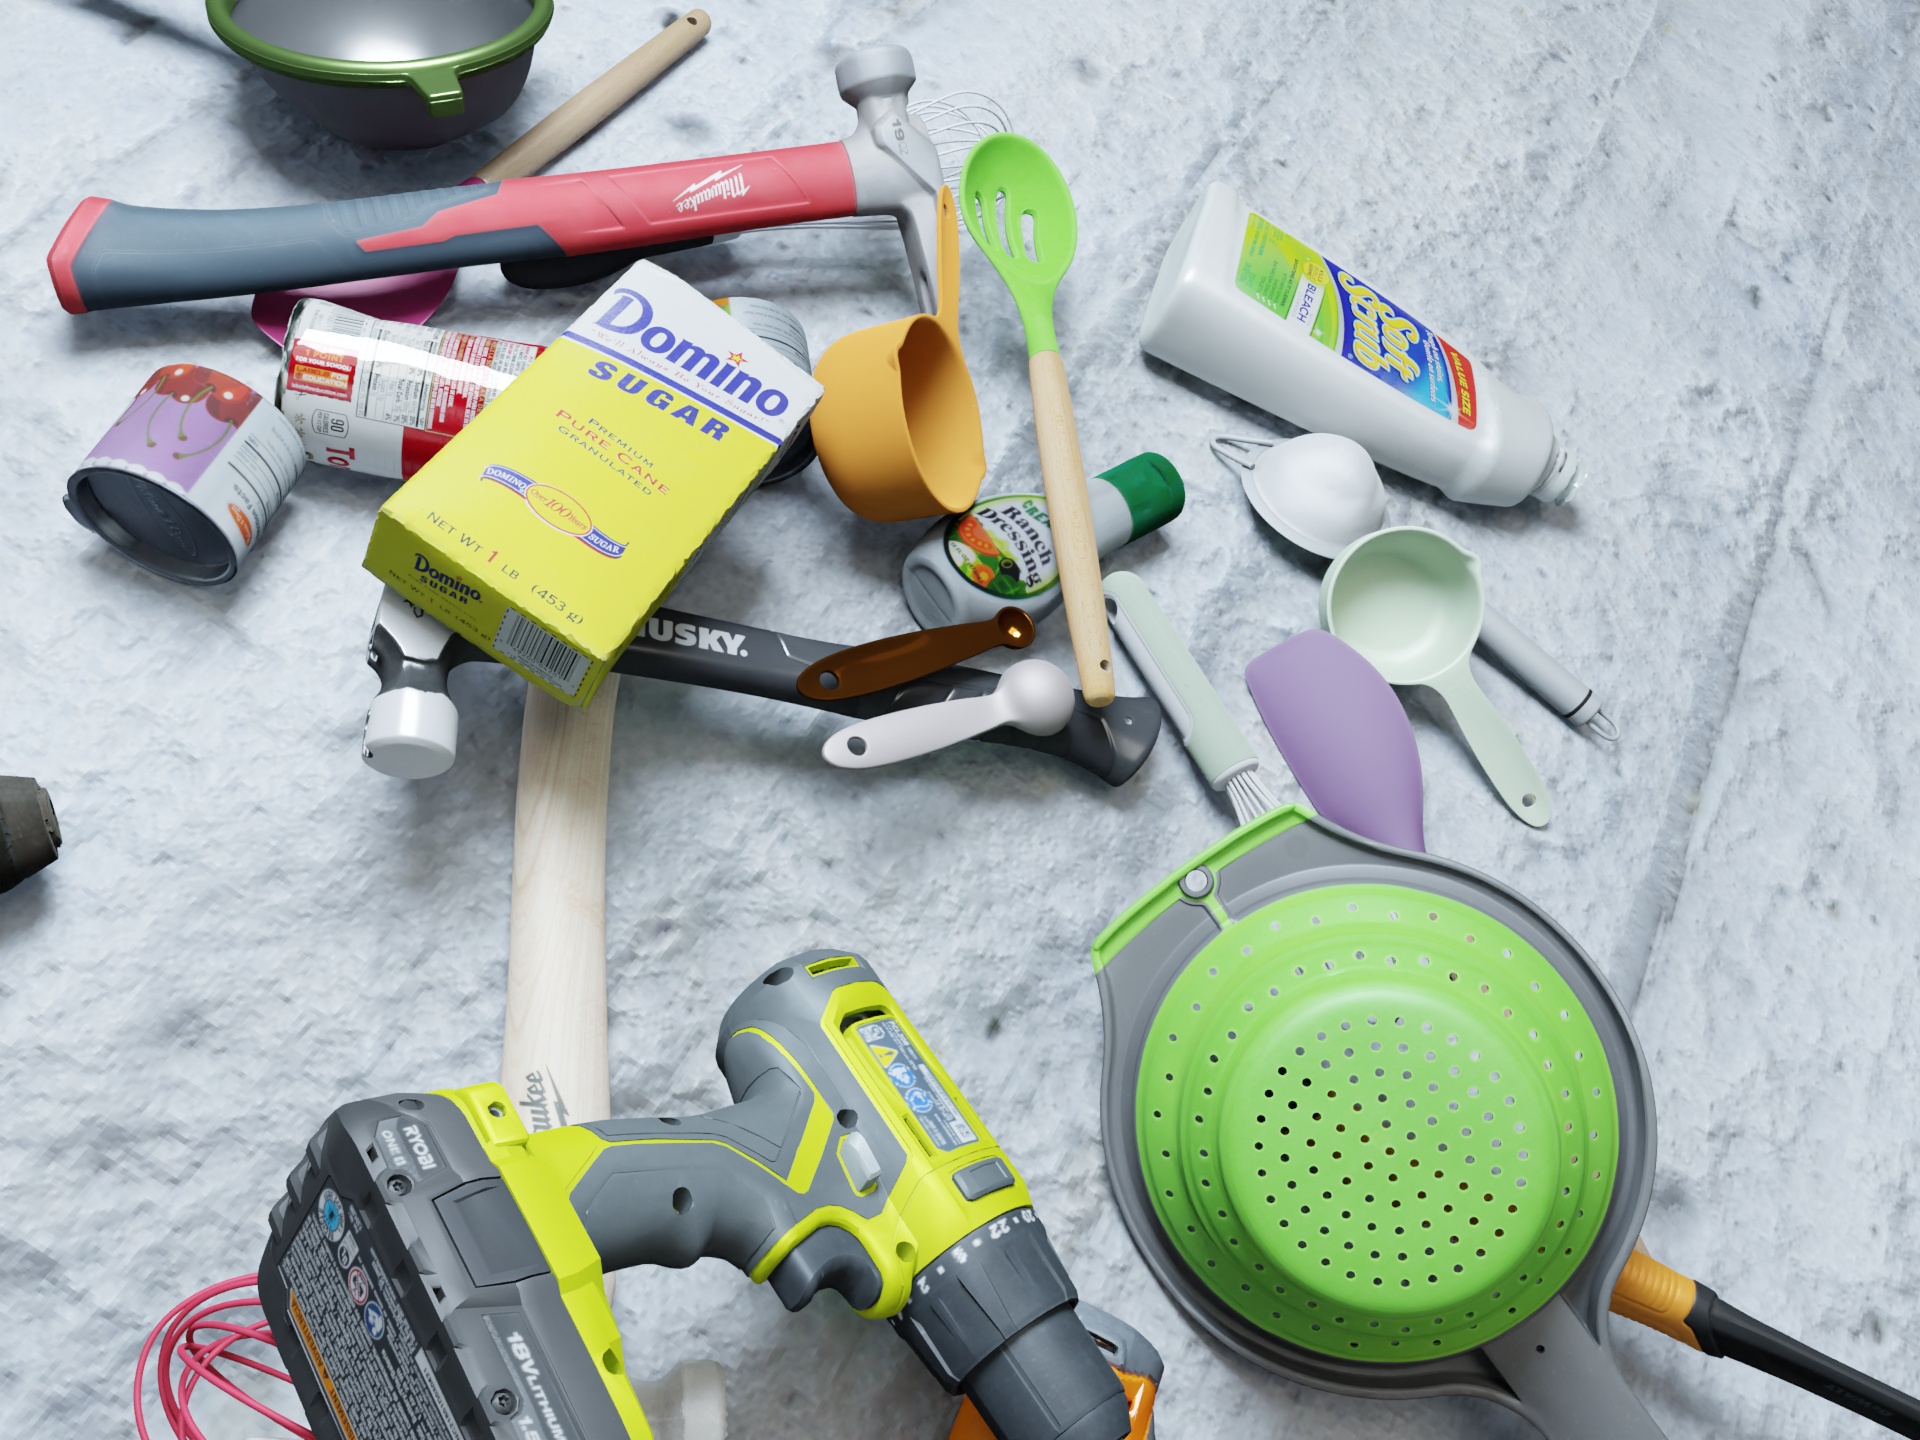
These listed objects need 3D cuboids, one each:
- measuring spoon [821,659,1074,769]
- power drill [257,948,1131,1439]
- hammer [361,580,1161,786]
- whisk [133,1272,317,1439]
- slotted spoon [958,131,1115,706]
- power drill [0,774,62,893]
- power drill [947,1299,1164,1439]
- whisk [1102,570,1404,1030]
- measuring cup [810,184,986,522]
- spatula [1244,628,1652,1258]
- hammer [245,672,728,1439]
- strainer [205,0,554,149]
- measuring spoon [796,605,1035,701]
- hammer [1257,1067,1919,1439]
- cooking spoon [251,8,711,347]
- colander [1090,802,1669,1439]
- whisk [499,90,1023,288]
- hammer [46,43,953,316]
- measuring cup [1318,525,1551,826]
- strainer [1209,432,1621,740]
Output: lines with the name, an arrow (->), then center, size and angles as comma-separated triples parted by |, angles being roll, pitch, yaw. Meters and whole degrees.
measuring spoon -> -0.001, -0.002, 0.640 | 0.124, 0.018, 0.034 | -16, 72, -35
power drill -> -0.062, 0.167, 0.469 | 0.228, 0.080, 0.191 | -2, 46, -50
hammer -> -0.063, -0.025, 0.651 | 0.334, 0.035, 0.146 | 10, 58, -24
whisk -> -0.099, 0.241, 0.458 | 0.296, 0.073, 0.073 | 27, 57, -2
slotted spoon -> 0.041, -0.147, 0.739 | 0.070, 0.031, 0.314 | 9, 59, -30
power drill -> -0.358, 0.122, 0.476 | 0.188, 0.080, 0.227 | -16, 66, -26
power drill -> 0.087, 0.313, 0.522 | 0.226, 0.084, 0.164 | 27, 57, 2
whisk -> 0.126, 0.031, 0.711 | 0.059, 0.057, 0.247 | -21, 66, -20
measuring cup -> -0.029, -0.170, 0.723 | 0.052, 0.095, 0.174 | -9, 63, 23
spatula -> 0.223, 0.097, 0.717 | 0.060, 0.018, 0.316 | -28, 73, 8
hammer -> -0.160, 0.063, 0.599 | 0.146, 0.038, 0.411 | 5, 61, -15
strainer -> -0.316, -0.318, 0.746 | 0.256, 0.069, 0.152 | 12, 47, 5
measuring spoon -> -0.018, -0.026, 0.652 | 0.117, 0.011, 0.021 | -18, 76, -32
hammer -> 0.270, 0.228, 0.633 | 0.337, 0.127, 0.034 | 26, 58, 7
cooking spoon -> -0.217, -0.270, 0.774 | 0.069, 0.017, 0.319 | 36, 57, -1
colander -> 0.195, 0.211, 0.552 | 0.204, 0.094, 0.397 | -37, 79, 4
whisk -> -0.091, -0.258, 0.793 | 0.284, 0.070, 0.070 | -21, 71, -22
hammer -> -0.188, -0.209, 0.711 | 0.386, 0.038, 0.143 | -14, 96, -19
measuring cup -> 0.238, -0.020, 0.782 | 0.083, 0.038, 0.167 | -34, 97, 3
strainer -> 0.239, -0.077, 0.814 | 0.258, 0.050, 0.087 | 41, 49, 2
